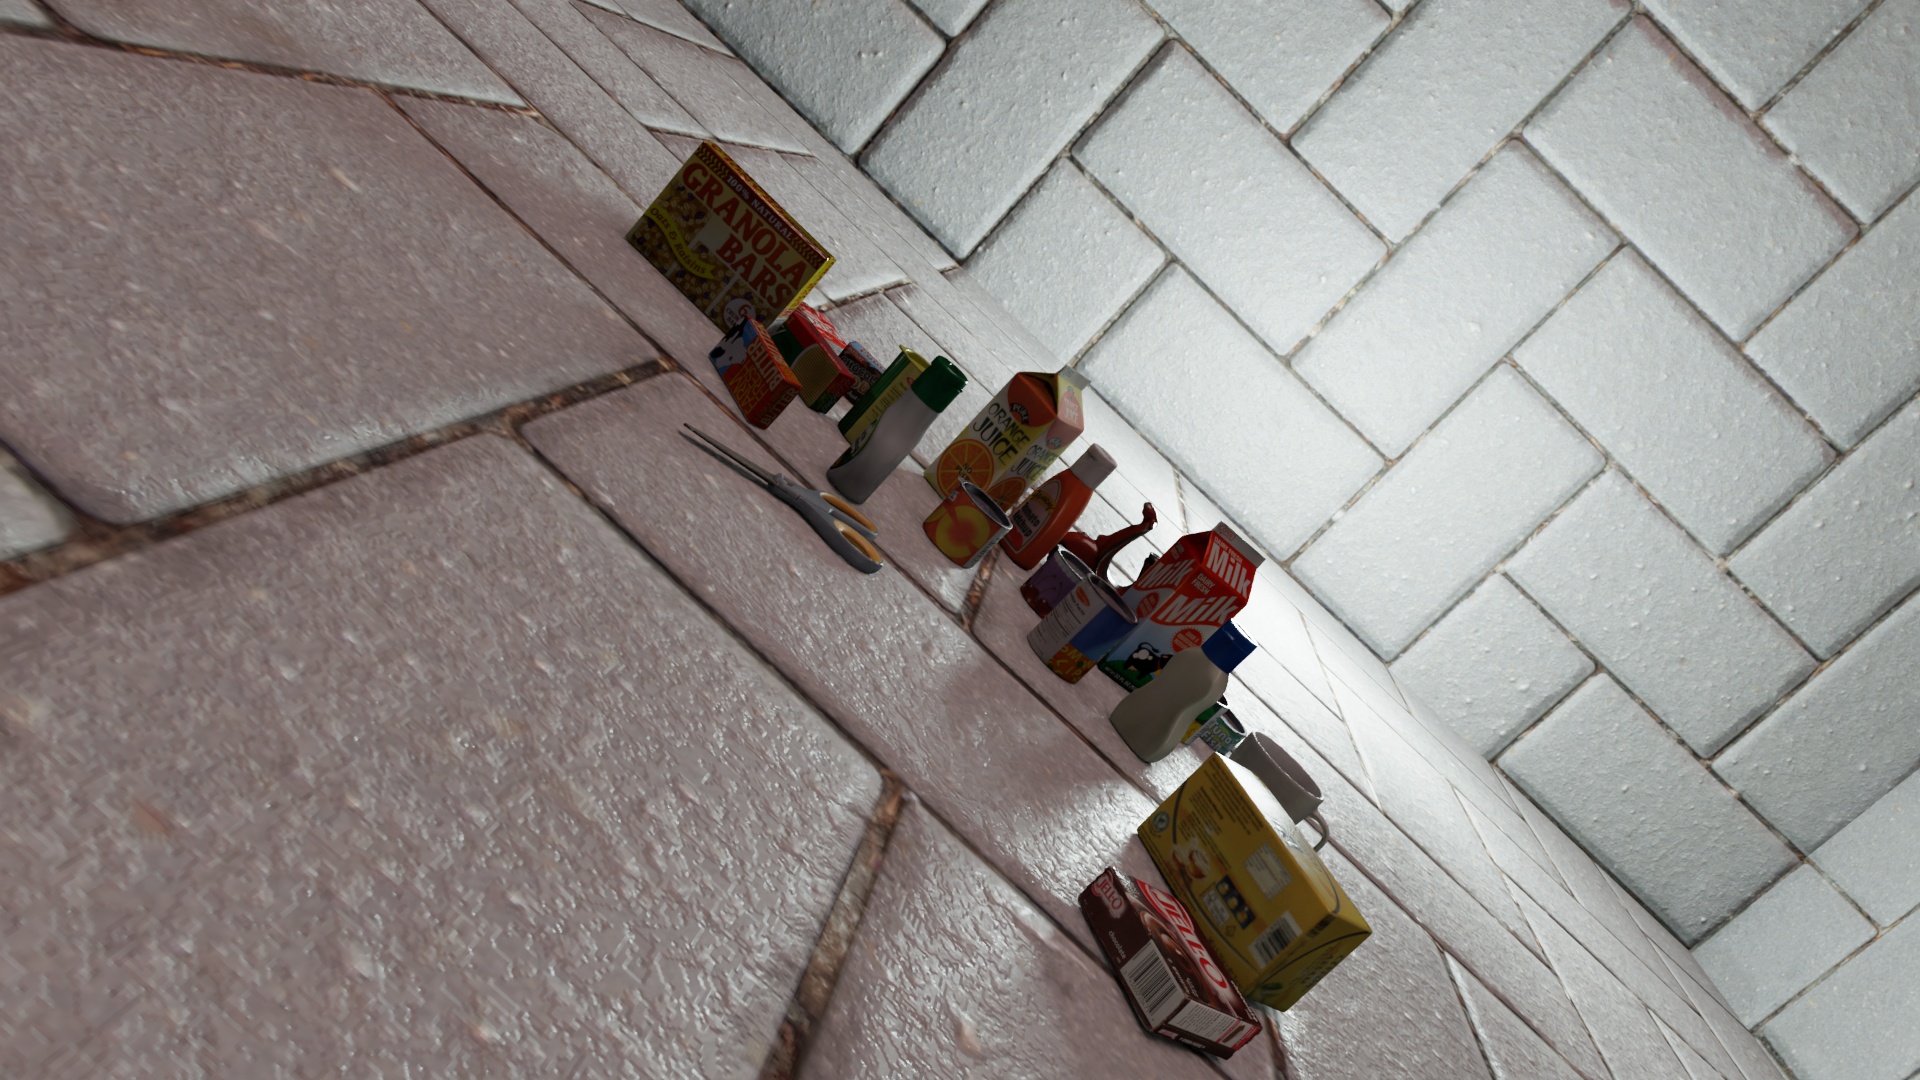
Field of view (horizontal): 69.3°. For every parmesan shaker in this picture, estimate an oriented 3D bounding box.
[{"bbox_3d":[-0.067,-0.134,1.383,0.071,0.103,0.071,41,14,-13],"label":"parmesan shaker"}]

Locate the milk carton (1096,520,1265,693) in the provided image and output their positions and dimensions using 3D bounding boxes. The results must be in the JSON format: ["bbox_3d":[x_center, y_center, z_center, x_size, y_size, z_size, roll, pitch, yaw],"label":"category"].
[{"bbox_3d":[0.222,0.066,1.418,0.072,0.190,0.074,38,15,-22],"label":"milk carton"}]

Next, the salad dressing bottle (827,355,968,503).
[{"bbox_3d":[-0.055,-0.099,1.227,0.044,0.147,0.064,41,14,-9],"label":"salad dressing bottle"}]

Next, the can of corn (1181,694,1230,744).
[{"bbox_3d":[0.233,0.166,1.432,0.071,0.058,0.071,40,15,-13],"label":"can of corn"}]

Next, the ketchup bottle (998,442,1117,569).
[{"bbox_3d":[0.105,-0.039,1.484,0.043,0.148,0.065,31,19,-41],"label":"ketchup bottle"}]

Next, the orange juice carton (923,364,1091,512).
[{"bbox_3d":[0.059,-0.107,1.466,0.073,0.192,0.072,51,16,26],"label":"orange juice carton"}]

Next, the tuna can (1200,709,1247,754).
[{"bbox_3d":[0.277,0.199,1.507,0.071,0.032,0.071,40,15,-13],"label":"tuna can"}]

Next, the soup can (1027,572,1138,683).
[{"bbox_3d":[0.116,0.084,1.300,0.071,0.083,0.071,40,15,-13],"label":"soup can"}]

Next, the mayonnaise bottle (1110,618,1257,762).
[{"bbox_3d":[0.208,0.135,1.273,0.041,0.147,0.065,24,24,-54],"label":"mayonnaise bottle"}]

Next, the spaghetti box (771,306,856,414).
[{"bbox_3d":[-0.190,-0.228,1.423,0.028,0.050,0.251,22,25,-55],"label":"spaghetti box"}]

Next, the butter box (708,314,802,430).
[{"bbox_3d":[-0.180,-0.148,1.219,0.024,0.053,0.104,27,22,-48],"label":"butter box"}]

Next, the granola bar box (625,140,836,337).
[{"bbox_3d":[-0.222,-0.283,1.342,0.165,0.124,0.039,44,14,0],"label":"granola bar box"}]

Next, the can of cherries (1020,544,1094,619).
[{"bbox_3d":[0.103,0.048,1.413,0.071,0.058,0.072,40,15,-13],"label":"can of cherries"}]

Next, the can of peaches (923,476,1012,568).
[{"bbox_3d":[0.005,-0.017,1.335,0.071,0.058,0.071,40,15,-13],"label":"can of peaches"}]

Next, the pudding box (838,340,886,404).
[{"bbox_3d":[-0.101,-0.170,1.499,0.083,0.049,0.030,43,14,-1],"label":"pudding box"}]
